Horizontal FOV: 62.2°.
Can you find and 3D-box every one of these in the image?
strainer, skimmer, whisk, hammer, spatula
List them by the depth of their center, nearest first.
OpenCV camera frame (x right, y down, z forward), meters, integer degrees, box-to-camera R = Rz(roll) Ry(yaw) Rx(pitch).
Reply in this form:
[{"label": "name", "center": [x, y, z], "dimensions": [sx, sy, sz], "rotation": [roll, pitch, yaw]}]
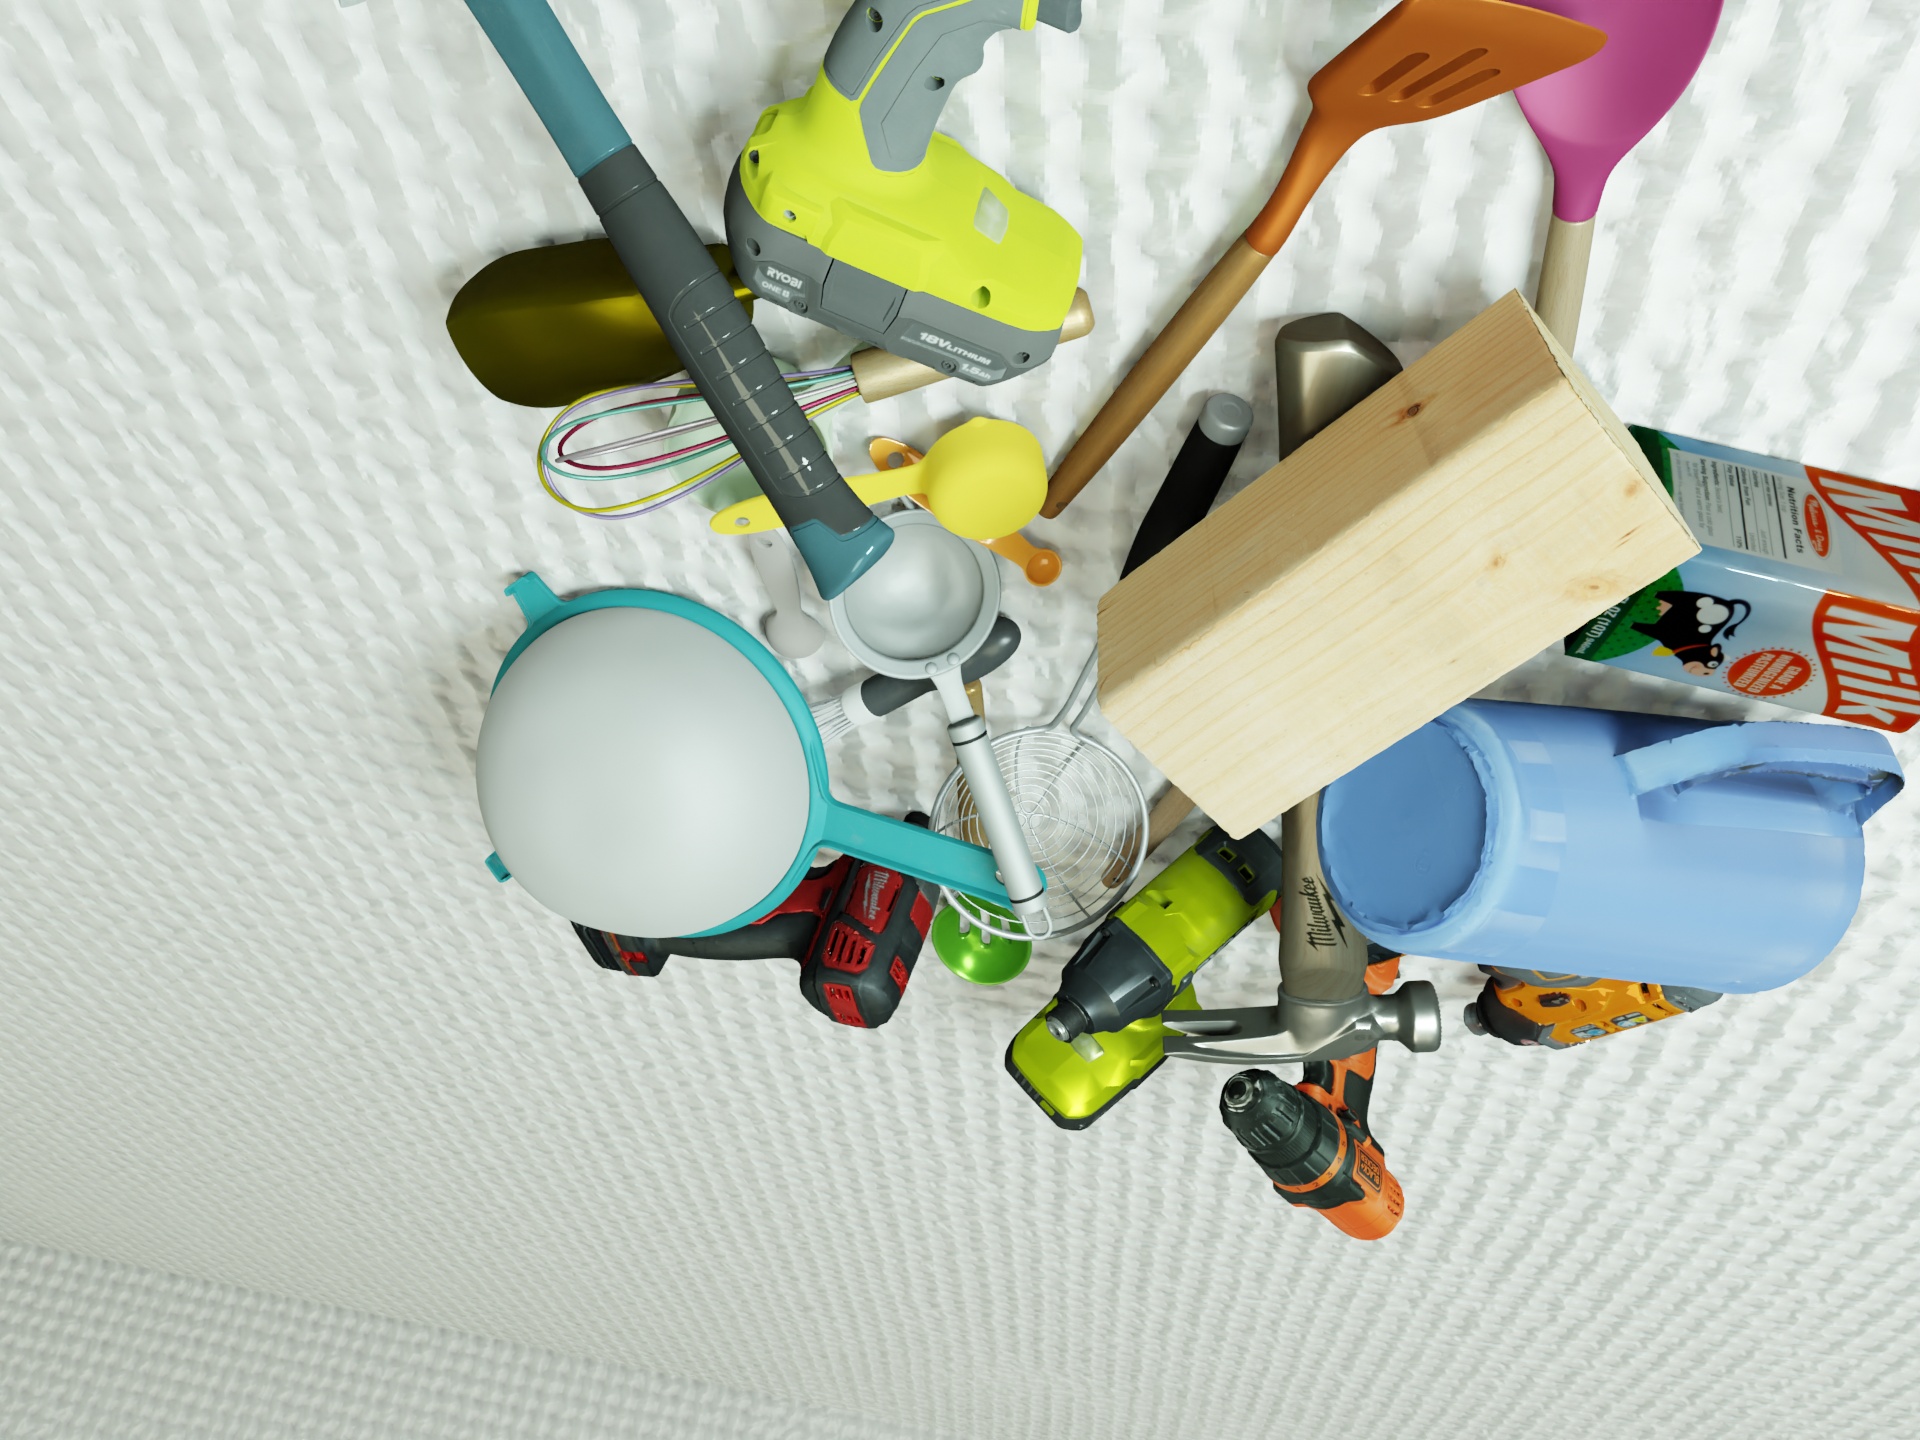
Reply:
[{"label": "hammer", "center": [-0.119, -0.188, 0.570], "dimensions": [0.128, 0.033, 0.330], "rotation": [-12, 116, 47]}, {"label": "spatula", "center": [0.106, -0.163, 0.620], "dimensions": [0.081, 0.041, 0.322], "rotation": [-1, 154, -27]}, {"label": "whisk", "center": [-0.065, -0.140, 0.665], "dimensions": [0.245, 0.047, 0.051], "rotation": [-16, 144, 7]}, {"label": "hammer", "center": [0.157, 0.011, 0.748], "dimensions": [0.146, 0.038, 0.410], "rotation": [-4, 125, 7]}, {"label": "skimmer", "center": [0.074, -0.008, 0.802], "dimensions": [0.127, 0.090, 0.363], "rotation": [10, 145, -9]}, {"label": "strainer", "center": [-0.001, -0.003, 0.806], "dimensions": [0.087, 0.050, 0.258], "rotation": [-21, 104, -5]}, {"label": "strainer", "center": [-0.125, 0.058, 0.853], "dimensions": [0.340, 0.095, 0.211], "rotation": [16, 113, 12]}, {"label": "spatula", "center": [0.142, 0.017, 0.878], "dimensions": [0.059, 0.018, 0.315], "rotation": [20, 143, -8]}, {"label": "whisk", "center": [-0.078, 0.001, 0.900], "dimensions": [0.284, 0.070, 0.070], "rotation": [-25, 130, 35]}]

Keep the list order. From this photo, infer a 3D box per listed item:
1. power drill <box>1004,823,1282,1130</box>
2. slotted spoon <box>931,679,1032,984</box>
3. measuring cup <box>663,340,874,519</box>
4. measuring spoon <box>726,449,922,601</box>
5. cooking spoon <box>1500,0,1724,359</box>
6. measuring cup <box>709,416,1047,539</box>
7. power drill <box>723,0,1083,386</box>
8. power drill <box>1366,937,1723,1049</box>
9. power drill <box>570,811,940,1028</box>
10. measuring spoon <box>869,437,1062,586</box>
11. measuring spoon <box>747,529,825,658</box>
[{"label": "power drill", "center": [0.102, 0.165, 0.975], "dimensions": [0.080, 0.171, 0.223], "rotation": [45, 153, 17]}, {"label": "slotted spoon", "center": [0.011, 0.075, 0.995], "dimensions": [0.070, 0.031, 0.313], "rotation": [8, 142, 8]}, {"label": "measuring cup", "center": [-0.061, -0.153, 0.706], "dimensions": [0.167, 0.038, 0.083], "rotation": [-31, 129, 27]}, {"label": "measuring spoon", "center": [-0.069, -0.090, 0.796], "dimensions": [0.128, 0.021, 0.042], "rotation": [35, 139, -26]}, {"label": "cooking spoon", "center": [0.225, -0.169, 0.594], "dimensions": [0.069, 0.017, 0.318], "rotation": [16, 147, 22]}, {"label": "measuring cup", "center": [-0.036, -0.097, 0.724], "dimensions": [0.156, 0.029, 0.062], "rotation": [-12, 145, -3]}, {"label": "power drill", "center": [0.024, -0.227, 0.535], "dimensions": [0.190, 0.080, 0.228], "rotation": [21, 142, -10]}, {"label": "power drill", "center": [0.305, 0.128, 0.926], "dimensions": [0.226, 0.084, 0.164], "rotation": [26, 144, -23]}, {"label": "power drill", "center": [-0.121, 0.106, 0.993], "dimensions": [0.220, 0.143, 0.078], "rotation": [7, 141, 20]}, {"label": "measuring spoon", "center": [0.002, -0.101, 0.768], "dimensions": [0.116, 0.011, 0.021], "rotation": [33, 104, -23]}, {"label": "measuring spoon", "center": [-0.095, -0.064, 0.829], "dimensions": [0.034, 0.018, 0.124], "rotation": [8, 154, 9]}]
